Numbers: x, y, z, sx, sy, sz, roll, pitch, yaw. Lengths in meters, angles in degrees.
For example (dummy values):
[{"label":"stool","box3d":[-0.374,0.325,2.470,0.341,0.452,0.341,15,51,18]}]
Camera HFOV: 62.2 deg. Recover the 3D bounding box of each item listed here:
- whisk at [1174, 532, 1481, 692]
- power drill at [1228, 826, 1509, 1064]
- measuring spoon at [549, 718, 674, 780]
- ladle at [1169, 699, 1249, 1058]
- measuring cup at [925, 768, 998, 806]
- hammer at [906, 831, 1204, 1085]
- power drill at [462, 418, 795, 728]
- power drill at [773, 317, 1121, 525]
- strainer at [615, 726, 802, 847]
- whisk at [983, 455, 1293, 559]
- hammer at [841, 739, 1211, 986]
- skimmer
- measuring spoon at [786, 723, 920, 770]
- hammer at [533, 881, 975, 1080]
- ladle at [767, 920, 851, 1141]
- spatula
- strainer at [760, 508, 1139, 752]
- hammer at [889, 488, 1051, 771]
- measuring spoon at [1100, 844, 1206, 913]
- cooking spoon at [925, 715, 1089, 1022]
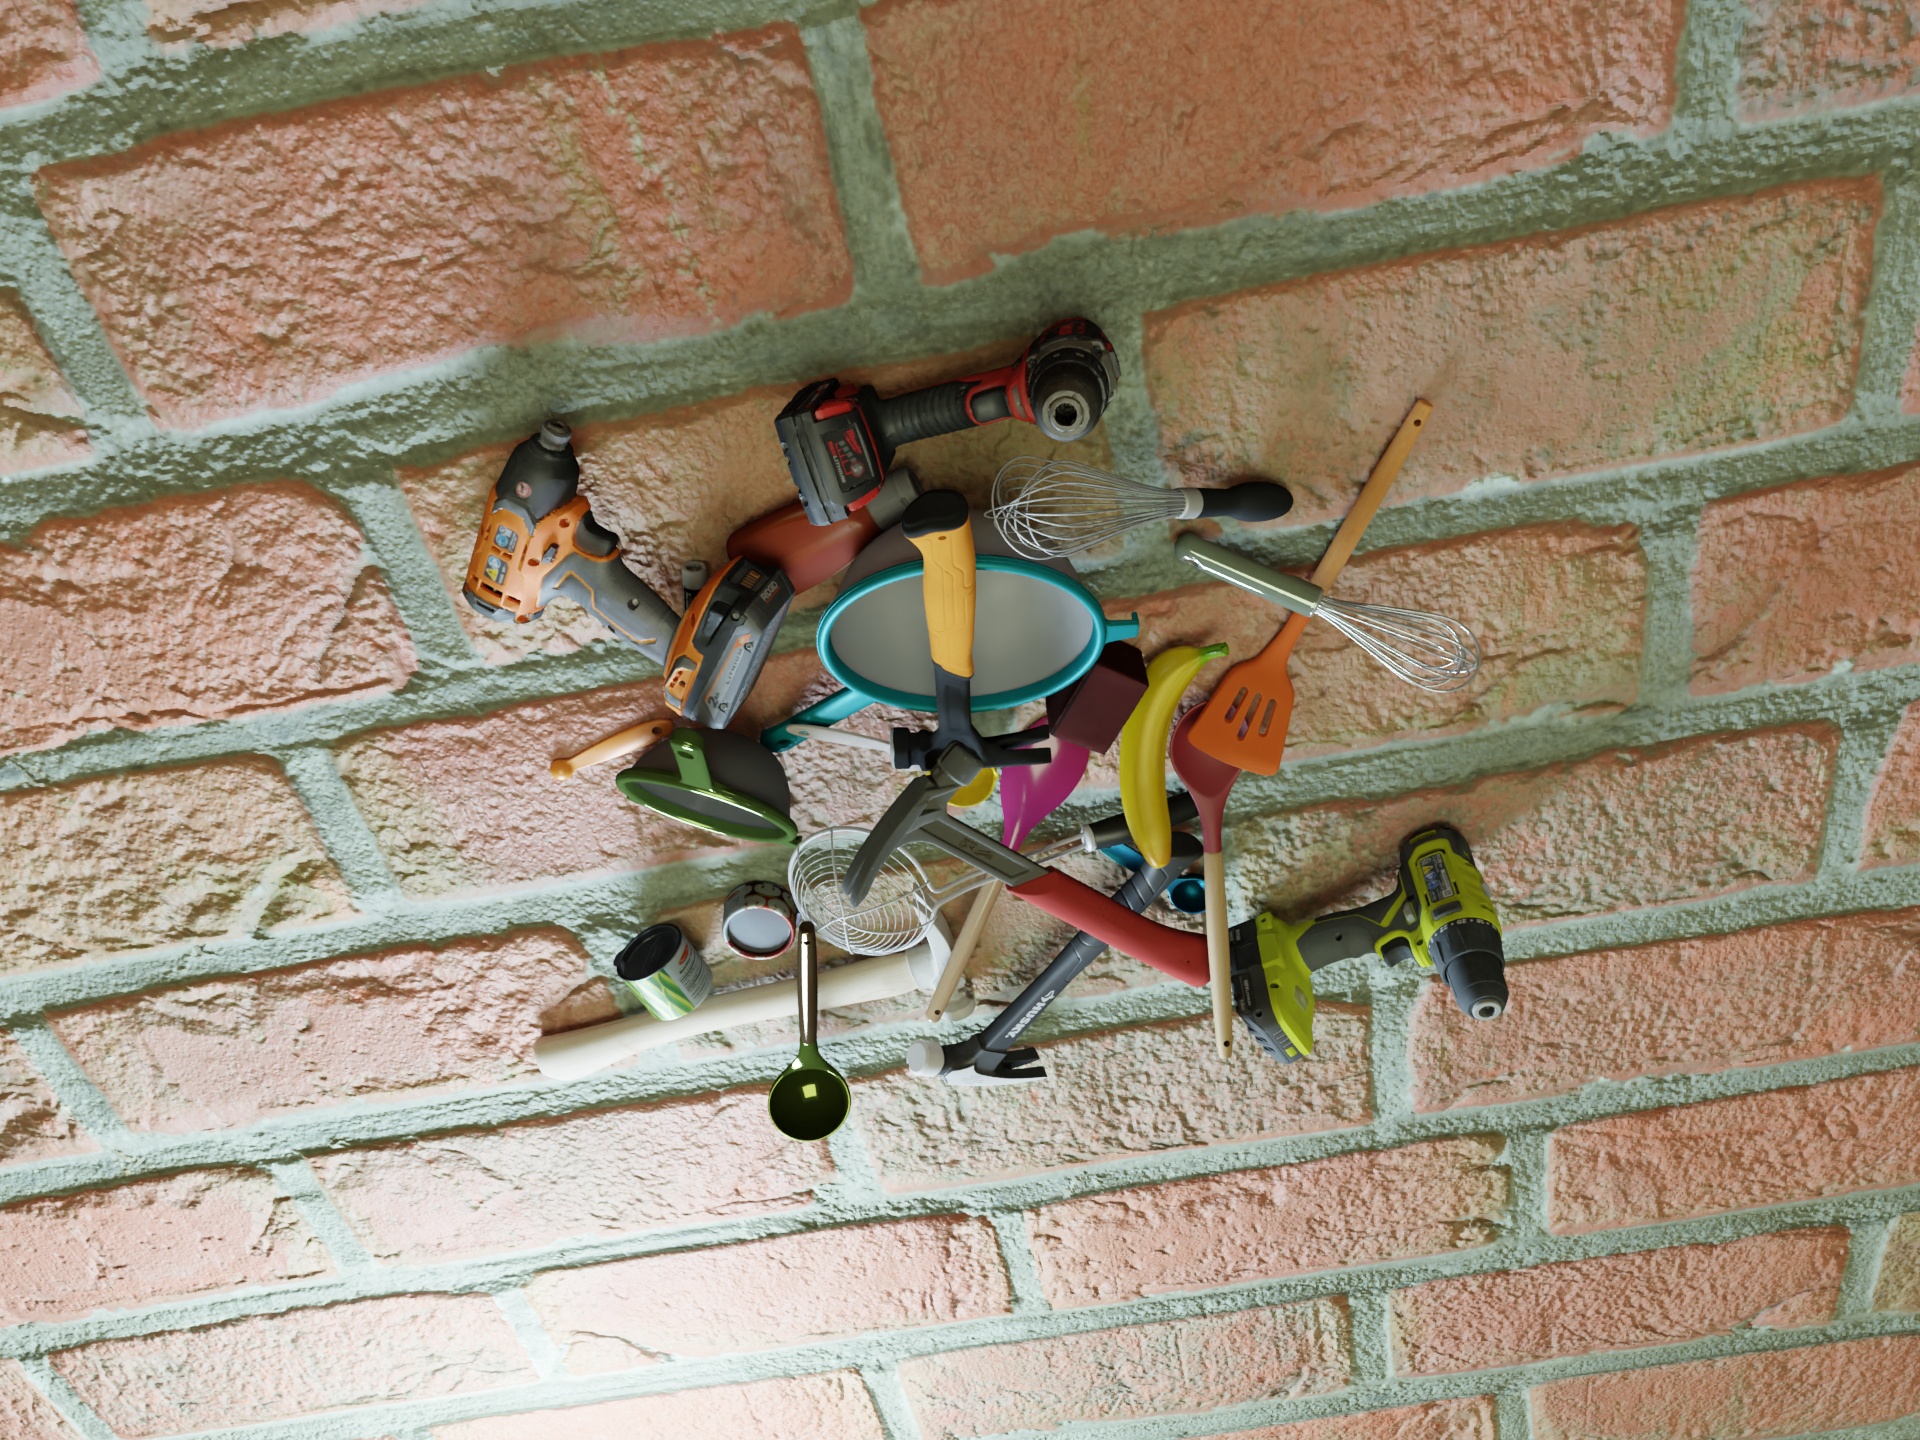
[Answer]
[{"label":"whisk","box3d":[0.277,-0.087,1.204,0.246,0.057,0.059,24,81,5]},{"label":"power drill","box3d":[0.351,0.206,1.363,0.228,0.191,0.080,-27,123,20]},{"label":"measuring spoon","box3d":[-0.288,0.025,1.310,0.117,0.011,0.021,-22,123,12]},{"label":"ladle","box3d":[0.215,0.135,1.336,0.069,0.031,0.315,-5,101,-4]},{"label":"measuring cup","box3d":[-0.002,-0.004,1.300,0.062,0.029,0.156,-2,113,9]},{"label":"hammer","box3d":[0.101,0.219,1.424,0.146,0.035,0.334,18,123,-39]},{"label":"power drill","box3d":[-0.240,-0.108,1.150,0.226,0.084,0.164,28,125,0]},{"label":"power drill","box3d":[-0.004,-0.202,1.061,0.226,0.188,0.080,-15,111,12]},{"label":"strainer","box3d":[-0.192,0.028,1.229,0.151,0.069,0.256,16,162,1]},{"label":"whisk","box3d":[0.134,-0.153,1.118,0.284,0.070,0.070,-7,132,-36]},{"label":"hammer","box3d":[0.077,0.150,1.297,0.358,0.037,0.149,31,101,-34]},{"label":"skimmer","box3d":[0.040,0.103,1.332,0.363,0.090,0.127,-18,121,-15]},{"label":"measuring spoon","box3d":[-0.081,0.023,1.273,0.124,0.018,0.034,12,152,-21]},{"label":"hammer","box3d":[-0.201,0.256,1.462,0.410,0.038,0.146,-15,123,8]},{"label":"ladle","box3d":[-0.133,0.276,1.396,0.078,0.062,0.319,-1,141,-6]},{"label":"spatula","box3d":[0.279,-0.101,1.231,0.081,0.041,0.322,23,120,-4]},{"label":"strainer","box3d":[-0.044,-0.071,1.216,0.210,0.095,0.340,22,145,-38]},{"label":"hammer","box3d":[0.002,-0.052,1.118,0.127,0.034,0.336,-2,152,1]},{"label":"measuring spoon","box3d":[0.171,0.128,1.405,0.128,0.021,0.042,31,124,-12]},{"label":"cooking spoon","box3d":[0.032,0.135,1.375,0.068,0.017,0.318,17,114,-15]}]
